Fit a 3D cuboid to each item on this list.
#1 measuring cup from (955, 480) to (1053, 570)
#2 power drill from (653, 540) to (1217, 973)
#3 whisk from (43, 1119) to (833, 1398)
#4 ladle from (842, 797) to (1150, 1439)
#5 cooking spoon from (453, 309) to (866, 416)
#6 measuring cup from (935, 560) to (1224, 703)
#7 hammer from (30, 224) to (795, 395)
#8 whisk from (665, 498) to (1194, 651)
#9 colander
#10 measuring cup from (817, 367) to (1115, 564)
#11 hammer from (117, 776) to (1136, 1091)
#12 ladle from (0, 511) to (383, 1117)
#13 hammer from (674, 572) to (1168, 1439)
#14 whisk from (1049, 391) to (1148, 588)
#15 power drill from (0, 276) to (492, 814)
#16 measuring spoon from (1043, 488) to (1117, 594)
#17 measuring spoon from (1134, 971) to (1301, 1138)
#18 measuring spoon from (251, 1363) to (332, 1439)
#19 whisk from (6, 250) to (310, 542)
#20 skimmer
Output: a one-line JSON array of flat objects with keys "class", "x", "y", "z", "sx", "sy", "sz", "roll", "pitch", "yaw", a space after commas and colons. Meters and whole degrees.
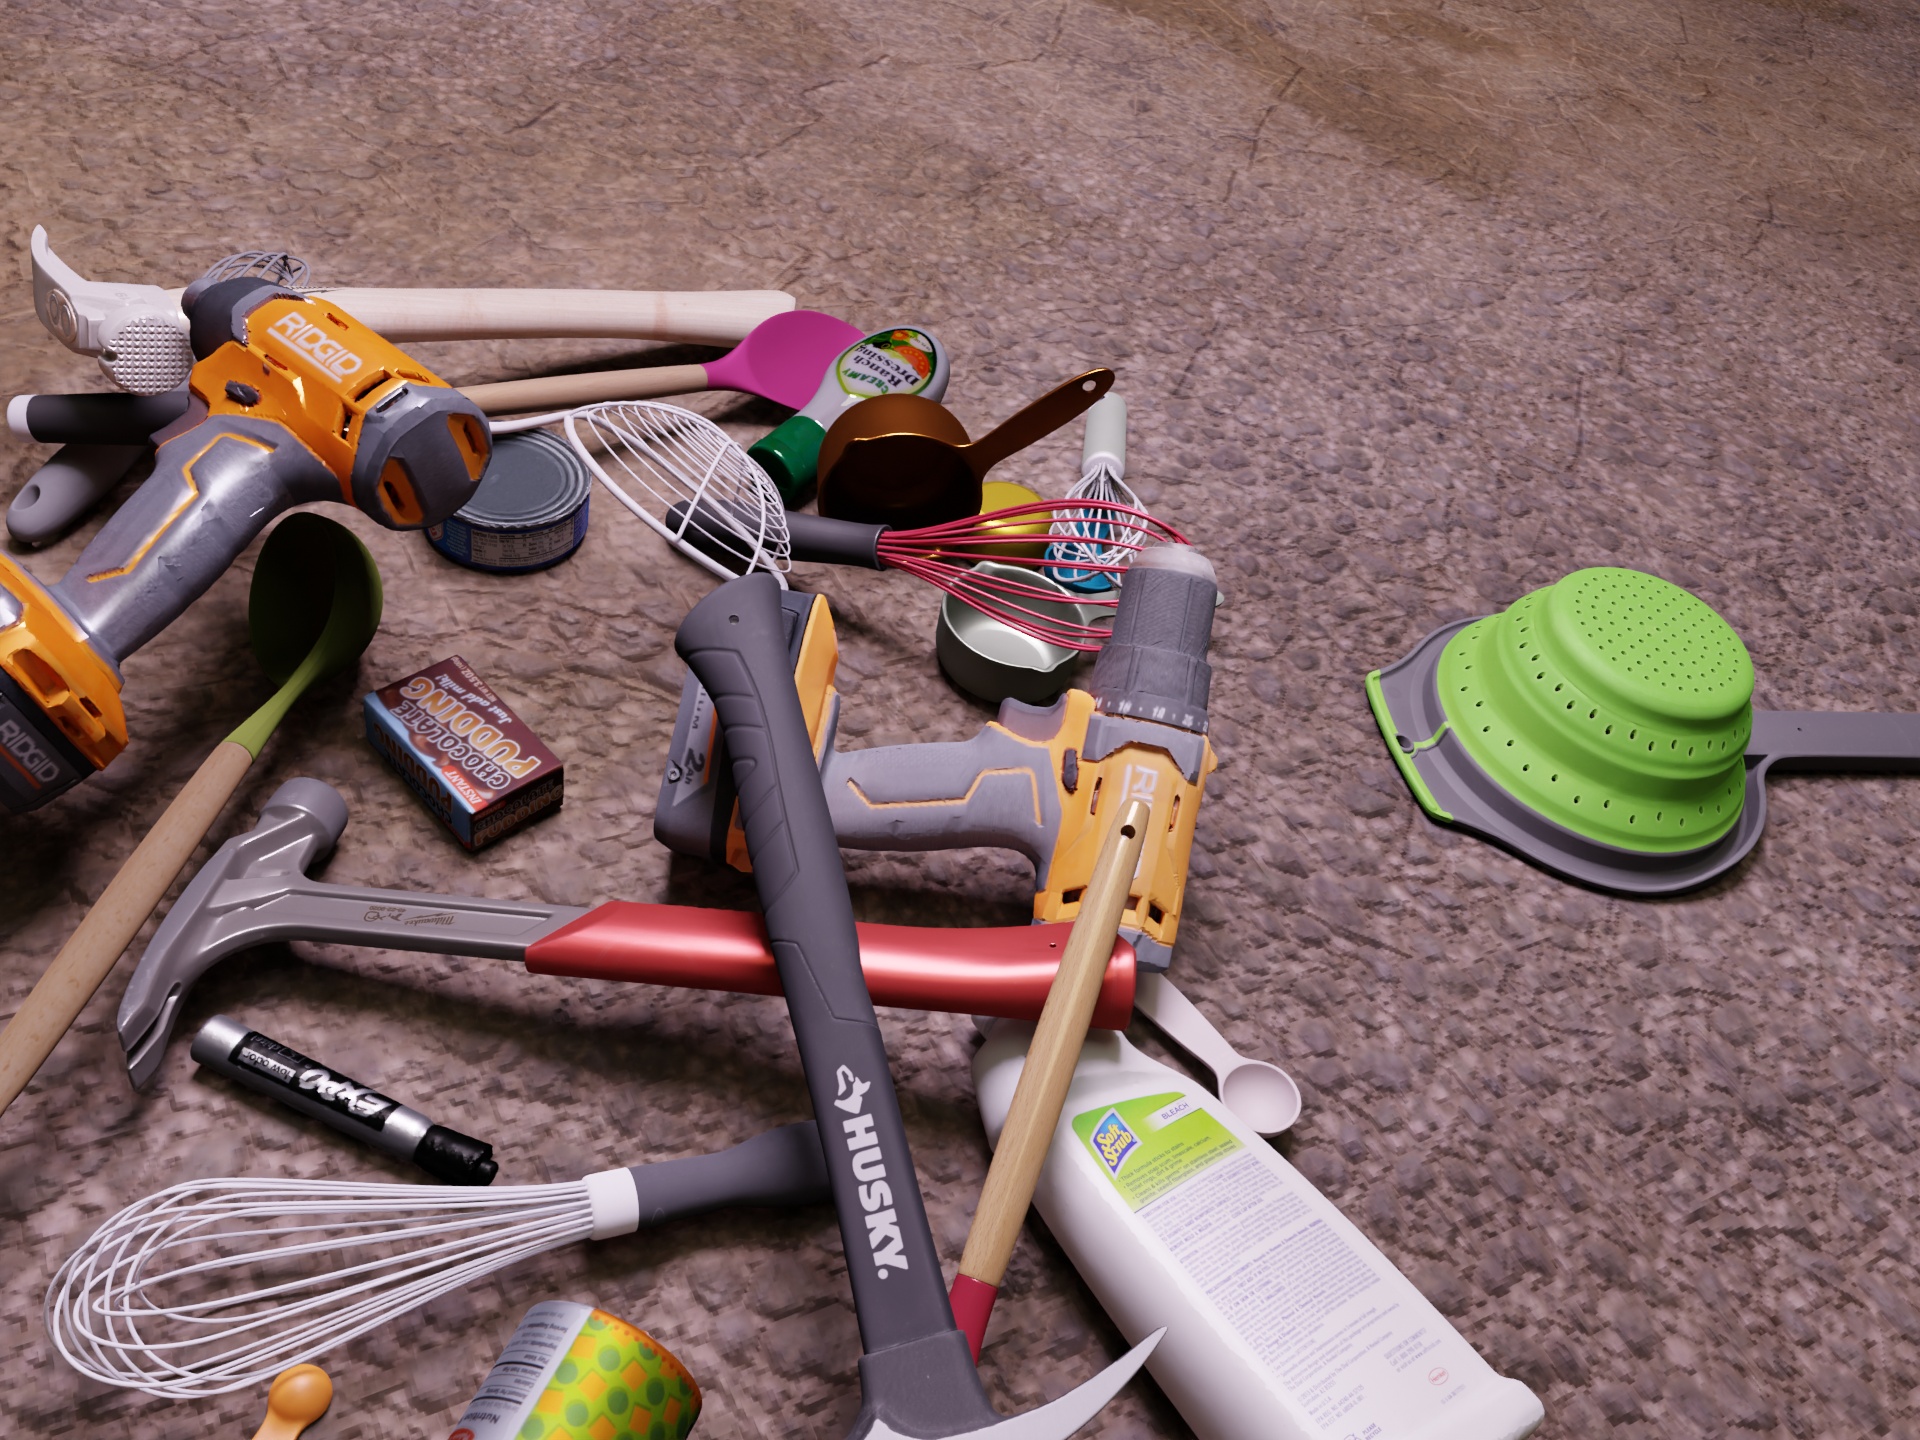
[{"class": "measuring cup", "x": 0.004, "y": -0.145, "z": 0.920, "sx": 0.062, "sy": 0.029, "sz": 0.157, "roll": -11, "pitch": 51, "yaw": -26}, {"class": "power drill", "x": -0.001, "y": -0.002, "z": 0.686, "sx": 0.226, "sy": 0.084, "sz": 0.185, "roll": 12, "pitch": 85, "yaw": -1}, {"class": "whisk", "x": -0.153, "y": 0.175, "z": 0.550, "sx": 0.284, "sy": 0.070, "sz": 0.070, "roll": -4, "pitch": 48, "yaw": -27}, {"class": "ladle", "x": 0.013, "y": 0.167, "z": 0.548, "sx": 0.069, "sy": 0.031, "sz": 0.315, "roll": 20, "pitch": 68, "yaw": 4}, {"class": "cooking spoon", "x": -0.165, "y": -0.187, "z": 0.879, "sx": 0.319, "sy": 0.017, "sz": 0.069, "roll": -18, "pitch": 85, "yaw": -42}, {"class": "measuring cup", "x": 0.064, "y": -0.047, "z": 0.839, "sx": 0.167, "sy": 0.038, "sz": 0.083, "roll": -8, "pitch": 50, "yaw": -26}, {"class": "hammer", "x": -0.265, "y": -0.222, "z": 0.858, "sx": 0.410, "sy": 0.038, "sz": 0.146, "roll": -13, "pitch": 37, "yaw": -43}, {"class": "whisk", "x": -0.020, "y": -0.082, "z": 0.787, "sx": 0.296, "sy": 0.073, "sz": 0.073, "roll": 10, "pitch": 41, "yaw": 23}, {"class": "colander", "x": 0.427, "y": -0.014, "z": 0.871, "sx": 0.397, "sy": 0.094, "sz": 0.205, "roll": 1, "pitch": 47, "yaw": -16}, {"class": "measuring cup", "x": 0.001, "y": -0.151, "z": 0.843, "sx": 0.173, "sy": 0.095, "sz": 0.052, "roll": -28, "pitch": 42, "yaw": 17}, {"class": "hammer", "x": -0.114, "y": 0.091, "z": 0.602, "sx": 0.359, "sy": 0.036, "sz": 0.149, "roll": 6, "pitch": 34, "yaw": 0}, {"class": "ladle", "x": -0.304, "y": 0.023, "z": 0.615, "sx": 0.062, "sy": 0.078, "sz": 0.320, "roll": 39, "pitch": 32, "yaw": -21}, {"class": "hammer", "x": -0.041, "y": 0.094, "z": 0.552, "sx": 0.146, "sy": 0.035, "sz": 0.335, "roll": -14, "pitch": 65, "yaw": -6}, {"class": "whisk", "x": 0.081, "y": -0.137, "z": 0.900, "sx": 0.059, "sy": 0.058, "sz": 0.246, "roll": 45, "pitch": 25, "yaw": -18}, {"class": "power drill", "x": -0.322, "y": -0.088, "z": 0.628, "sx": 0.164, "sy": 0.084, "sz": 0.226, "roll": 35, "pitch": 65, "yaw": 23}, {"class": "measuring spoon", "x": 0.072, "y": -0.101, "z": 0.912, "sx": 0.042, "sy": 0.021, "sz": 0.129, "roll": 21, "pitch": 36, "yaw": -1}, {"class": "measuring spoon", "x": 0.096, "y": 0.136, "z": 0.689, "sx": 0.034, "sy": 0.018, "sz": 0.124, "roll": -27, "pitch": 52, "yaw": -29}, {"class": "measuring spoon", "x": -0.227, "y": 0.249, "z": 0.481, "sx": 0.021, "sy": 0.011, "sz": 0.117, "roll": 19, "pitch": 45, "yaw": 2}, {"class": "whisk", "x": -0.407, "y": -0.171, "z": 0.814, "sx": 0.055, "sy": 0.055, "sz": 0.239, "roll": 19, "pitch": 49, "yaw": 2}, {"class": "skimmer", "x": -0.261, "y": -0.107, "z": 0.745, "sx": 0.363, "sy": 0.090, "sz": 0.127, "roll": 2, "pitch": 13, "yaw": 2}]
